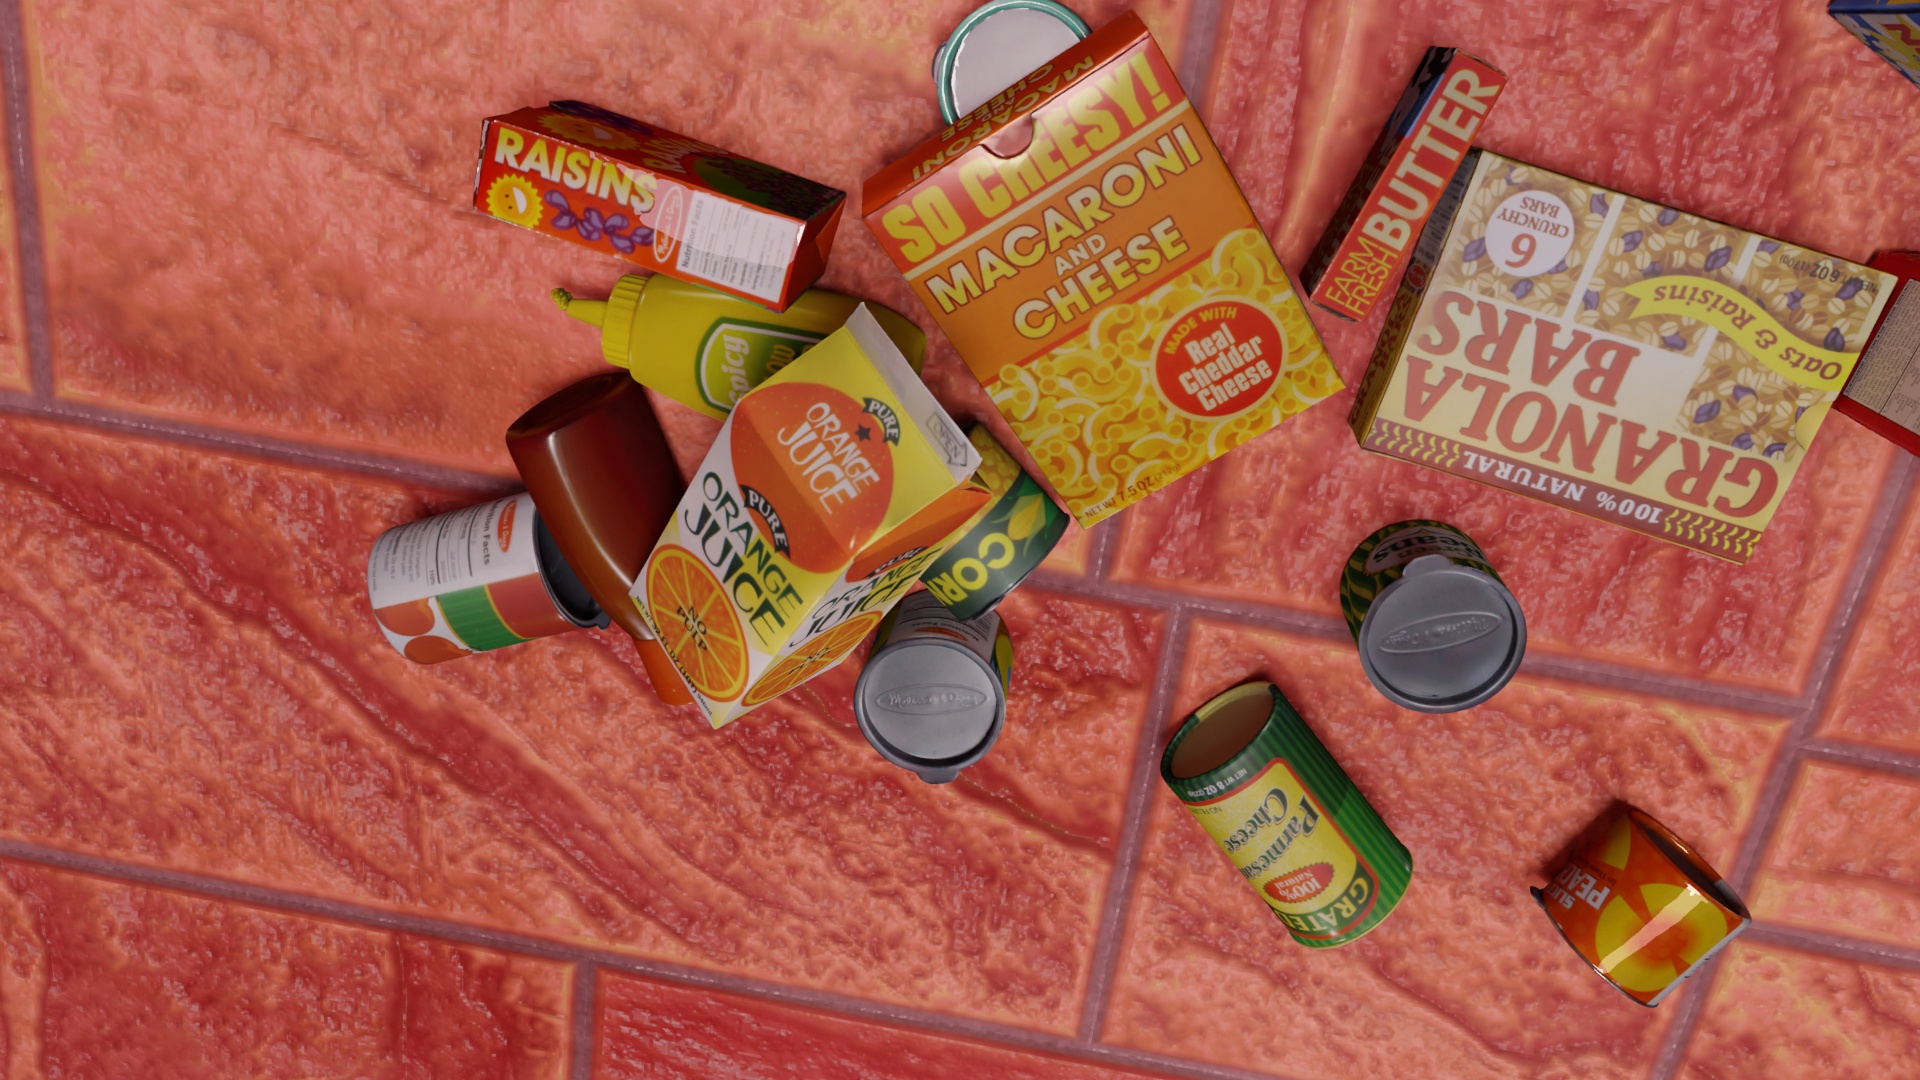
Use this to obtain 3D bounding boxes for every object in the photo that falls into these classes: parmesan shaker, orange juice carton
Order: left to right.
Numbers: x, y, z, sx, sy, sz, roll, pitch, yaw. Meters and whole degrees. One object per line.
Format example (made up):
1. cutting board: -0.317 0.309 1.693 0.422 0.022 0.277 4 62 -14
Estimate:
1. orange juice carton: -0.055 -0.007 0.533 0.072 0.073 0.191 55 140 11
2. parmesan shaker: 0.143 0.124 0.624 0.071 0.071 0.103 -37 102 17

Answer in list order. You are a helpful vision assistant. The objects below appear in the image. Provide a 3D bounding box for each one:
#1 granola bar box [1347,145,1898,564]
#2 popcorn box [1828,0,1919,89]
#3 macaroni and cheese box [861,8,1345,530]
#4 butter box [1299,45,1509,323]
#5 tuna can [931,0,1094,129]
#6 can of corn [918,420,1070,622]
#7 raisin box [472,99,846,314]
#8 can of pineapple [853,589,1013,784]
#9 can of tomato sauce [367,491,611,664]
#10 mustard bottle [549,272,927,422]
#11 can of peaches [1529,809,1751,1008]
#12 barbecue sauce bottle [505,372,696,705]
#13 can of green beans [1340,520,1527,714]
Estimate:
1. granola bar box: 0.258 -0.073 0.554 0.166 0.039 0.123 17 111 0
2. popcorn box: 0.380 -0.163 0.484 0.126 0.085 0.038 35 109 -6
3. macaroni and cheese box: 0.058 -0.099 0.544 0.123 0.040 0.166 -30 120 15
4. butter box: 0.168 -0.136 0.534 0.024 0.053 0.103 27 110 -2
5. tuna can: 0.022 -0.180 0.545 0.071 0.033 0.070 2 110 5
6. can of corn: 0.002 -0.007 0.589 0.071 0.071 0.058 -41 100 18
7. raisin box: -0.115 -0.134 0.548 0.123 0.086 0.040 18 113 -1
8. can of pineapple: -0.011 0.063 0.623 0.071 0.058 0.070 2 110 6
9. can of tomato sauce: -0.209 0.017 0.624 0.083 0.071 0.071 -13 108 12
10. mustard bottle: -0.097 -0.081 0.585 0.160 0.049 0.065 13 115 1
11. can of peaches: 0.303 0.161 0.620 0.071 0.071 0.058 36 110 -7
12. barbecue sauce bottle: -0.144 0.004 0.616 0.043 0.065 0.148 0 121 33
13. can of green beans: 0.198 0.031 0.588 0.071 0.058 0.071 2 110 6
